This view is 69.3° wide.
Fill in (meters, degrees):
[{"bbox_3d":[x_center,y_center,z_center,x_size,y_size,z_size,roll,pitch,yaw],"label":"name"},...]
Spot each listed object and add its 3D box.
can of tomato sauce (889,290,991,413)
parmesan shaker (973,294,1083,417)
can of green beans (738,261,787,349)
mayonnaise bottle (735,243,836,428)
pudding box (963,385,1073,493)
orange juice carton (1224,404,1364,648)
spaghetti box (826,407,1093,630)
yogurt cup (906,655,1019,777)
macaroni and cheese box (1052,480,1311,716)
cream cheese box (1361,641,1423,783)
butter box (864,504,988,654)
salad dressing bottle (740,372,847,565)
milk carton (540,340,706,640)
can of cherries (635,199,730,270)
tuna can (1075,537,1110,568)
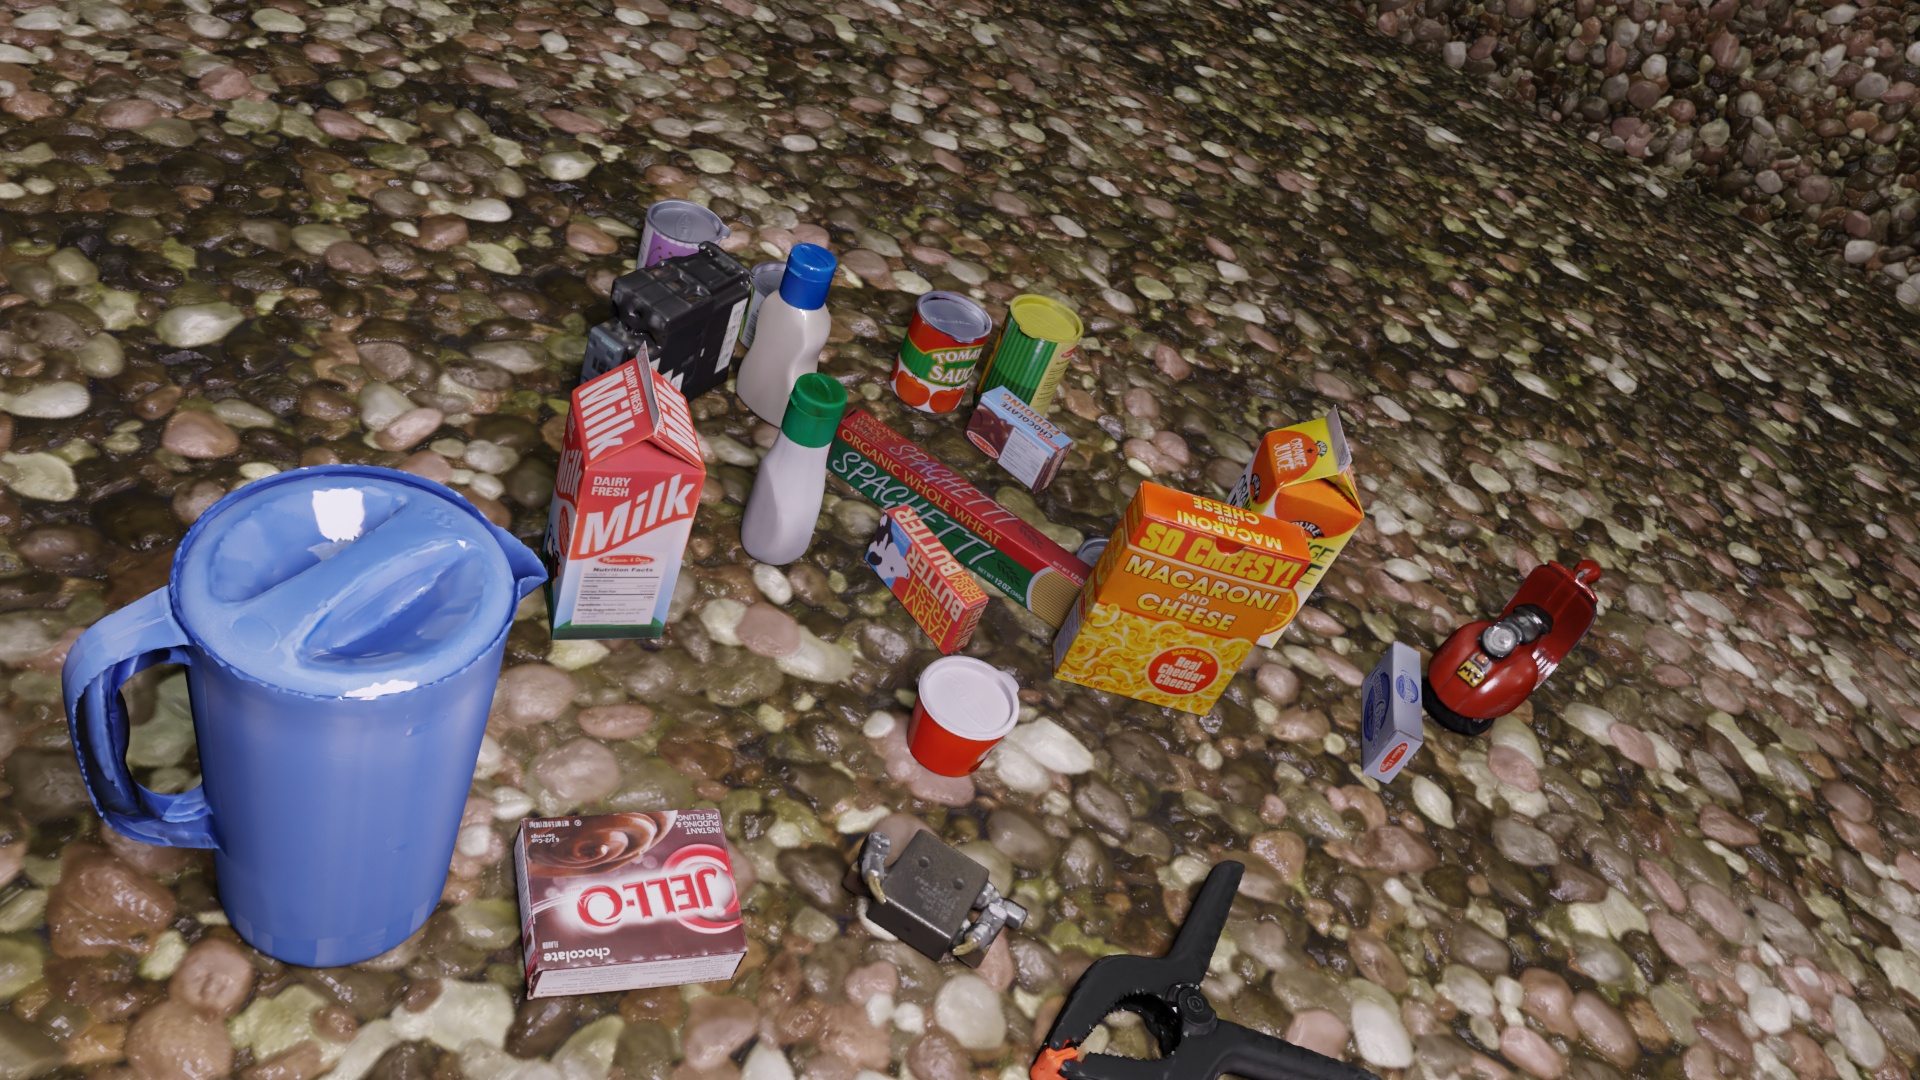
[{"bbox_3d":[-0.017,-0.159,1.188,0.071,0.082,0.071,14,40,-12],"label":"can of tomato sauce"},{"bbox_3d":[0.055,-0.151,1.199,0.071,0.102,0.072,14,40,-12],"label":"parmesan shaker"},{"bbox_3d":[-0.152,-0.195,1.179,0.071,0.057,0.071,14,40,-12],"label":"can of green beans"},{"bbox_3d":[-0.132,-0.160,1.080,0.065,0.147,0.041,39,41,17],"label":"mayonnaise bottle"},{"bbox_3d":[0.048,-0.086,1.164,0.084,0.049,0.030,39,41,18],"label":"pudding box"},{"bbox_3d":[0.248,-0.012,1.071,0.073,0.191,0.072,17,40,-9],"label":"orange juice carton"},{"bbox_3d":[0.004,-0.013,1.061,0.250,0.049,0.029,35,40,13],"label":"spaghetti box"},{"bbox_3d":[-0.002,0.118,0.909,0.072,0.053,0.073,14,40,-12],"label":"yogurt cup"},{"bbox_3d":[0.152,0.046,0.978,0.124,0.165,0.040,15,40,-11],"label":"macaroni and cheese box"},{"bbox_3d":[0.329,0.130,1.062,0.024,0.053,0.104,23,39,-1],"label":"cream cheese box"},{"bbox_3d":[-0.025,0.028,0.998,0.024,0.052,0.104,-17,54,-39],"label":"butter box"},{"bbox_3d":[-0.115,-0.048,0.964,0.044,0.146,0.064,-3,46,-29],"label":"salad dressing bottle"},{"bbox_3d":[-0.208,-0.027,0.860,0.073,0.189,0.072,1,45,-26],"label":"milk carton"},{"bbox_3d":[-0.240,-0.250,1.197,0.071,0.058,0.072,14,40,-12],"label":"can of cherries"},{"bbox_3d":[0.114,0.033,1.079,0.071,0.032,0.071,14,40,-12],"label":"tuna can"}]
